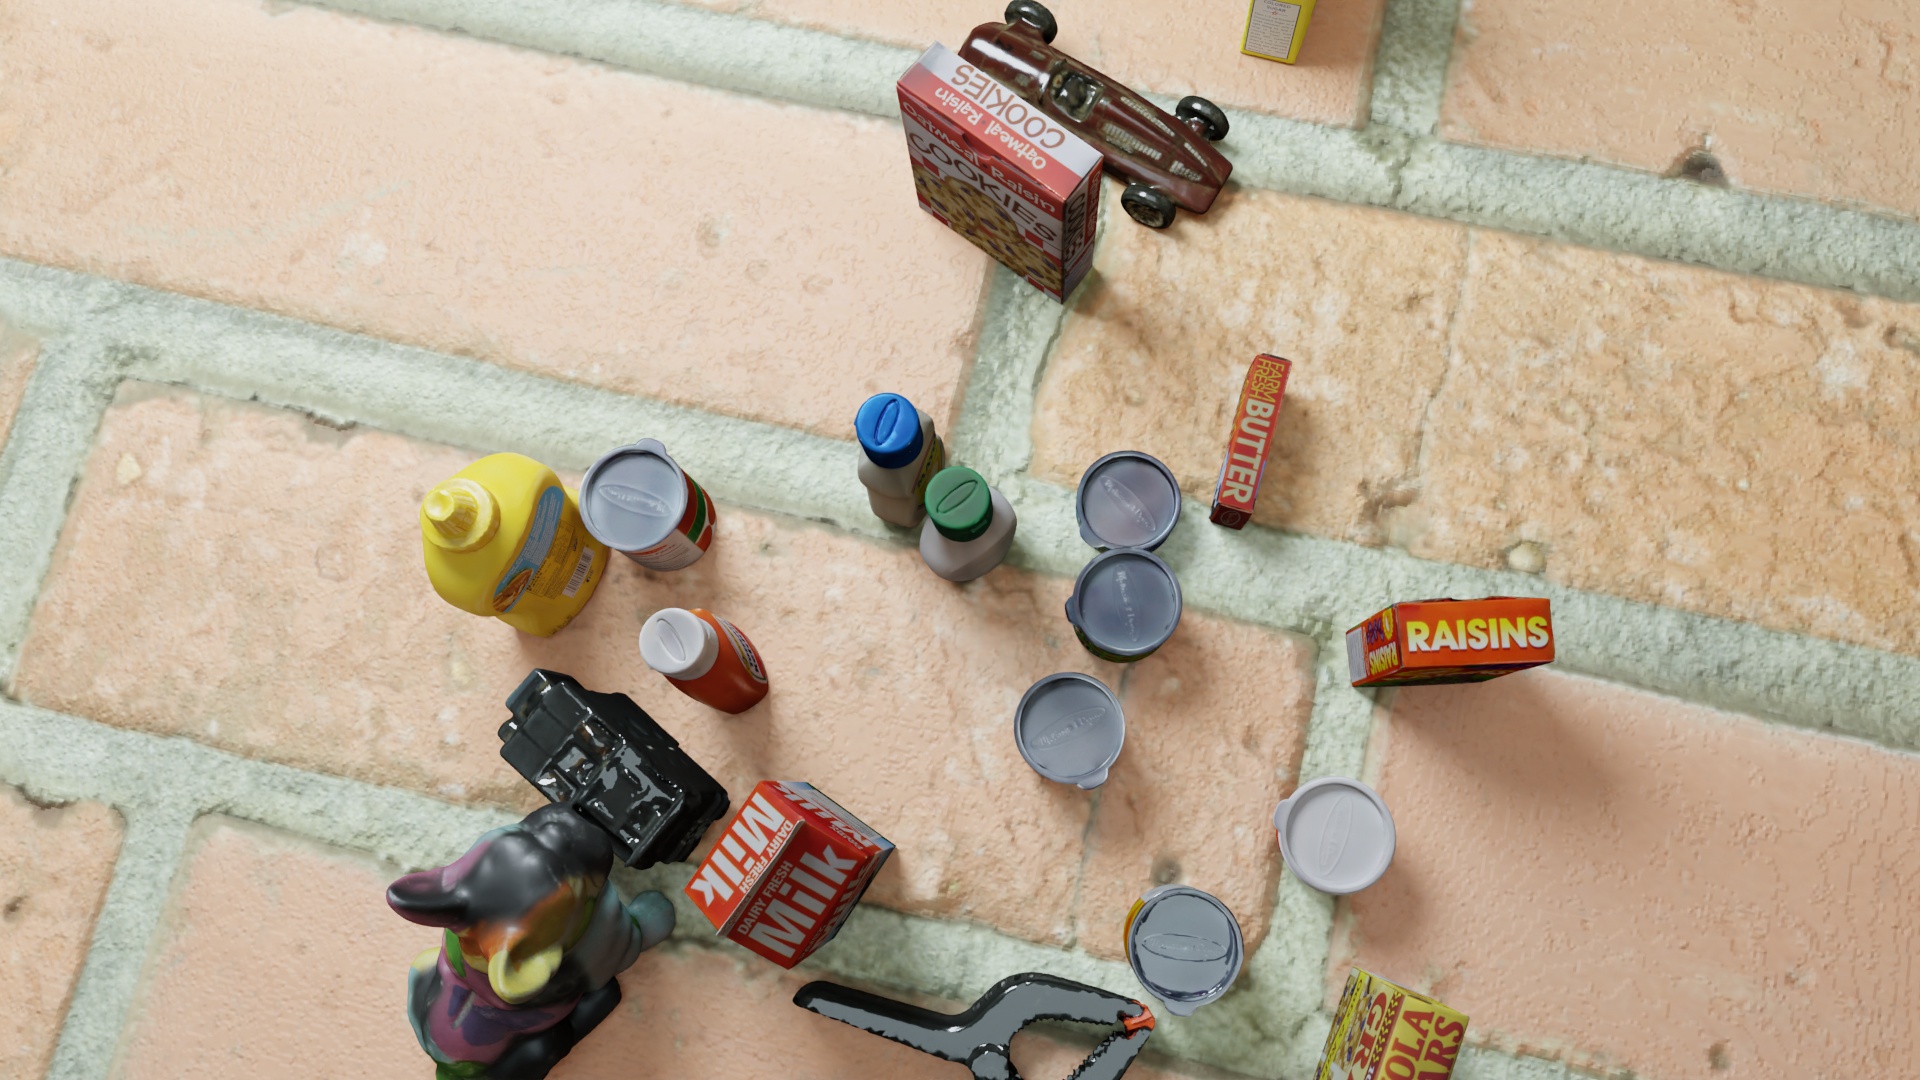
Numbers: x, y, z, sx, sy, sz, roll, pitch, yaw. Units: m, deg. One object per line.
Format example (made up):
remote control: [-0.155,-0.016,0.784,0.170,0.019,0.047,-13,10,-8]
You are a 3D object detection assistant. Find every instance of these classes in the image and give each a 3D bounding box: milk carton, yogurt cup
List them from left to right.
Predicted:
milk carton: [-0.094,0.183,0.777,0.073,0.190,0.072,34,83,8]
yogurt cup: [0.221,0.176,0.833,0.072,0.054,0.072,-1,79,3]

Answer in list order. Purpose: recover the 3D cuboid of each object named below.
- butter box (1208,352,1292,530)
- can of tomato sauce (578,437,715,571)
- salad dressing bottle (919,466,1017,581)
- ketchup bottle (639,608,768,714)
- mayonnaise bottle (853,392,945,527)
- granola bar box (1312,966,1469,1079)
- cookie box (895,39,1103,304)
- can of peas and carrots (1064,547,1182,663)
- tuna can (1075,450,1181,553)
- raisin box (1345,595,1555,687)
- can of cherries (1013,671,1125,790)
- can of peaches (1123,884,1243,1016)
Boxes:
butter box: [0.183,-0.063,0.883,0.024,0.053,0.103,16,80,6]
can of tomato sauce: [-0.195,-0.021,0.878,0.071,0.083,0.071,-1,79,3]
salad dressing bottle: [0.003,-0.010,0.833,0.064,0.147,0.044,-38,80,-4]
ketchup bottle: [-0.154,0.069,0.824,0.043,0.148,0.065,-34,79,-3]
mayonnaise bottle: [-0.037,-0.051,0.843,0.041,0.148,0.065,19,81,6]
granola bar box: [0.219,0.327,0.767,0.039,0.124,0.166,21,81,7]
cookie box: [0.026,-0.222,0.864,0.123,0.167,0.040,37,83,9]
can of peas and carrots: [0.099,0.042,0.863,0.071,0.058,0.071,-1,79,3]
tuna can: [0.105,-0.020,0.888,0.071,0.032,0.071,-1,79,3]
raisin box: [0.284,0.061,0.817,0.086,0.123,0.040,-2,79,3]
can of cherries: [0.067,0.118,0.850,0.071,0.058,0.071,-1,79,3]
can of peaches: [0.130,0.240,0.822,0.071,0.058,0.071,-1,79,3]
